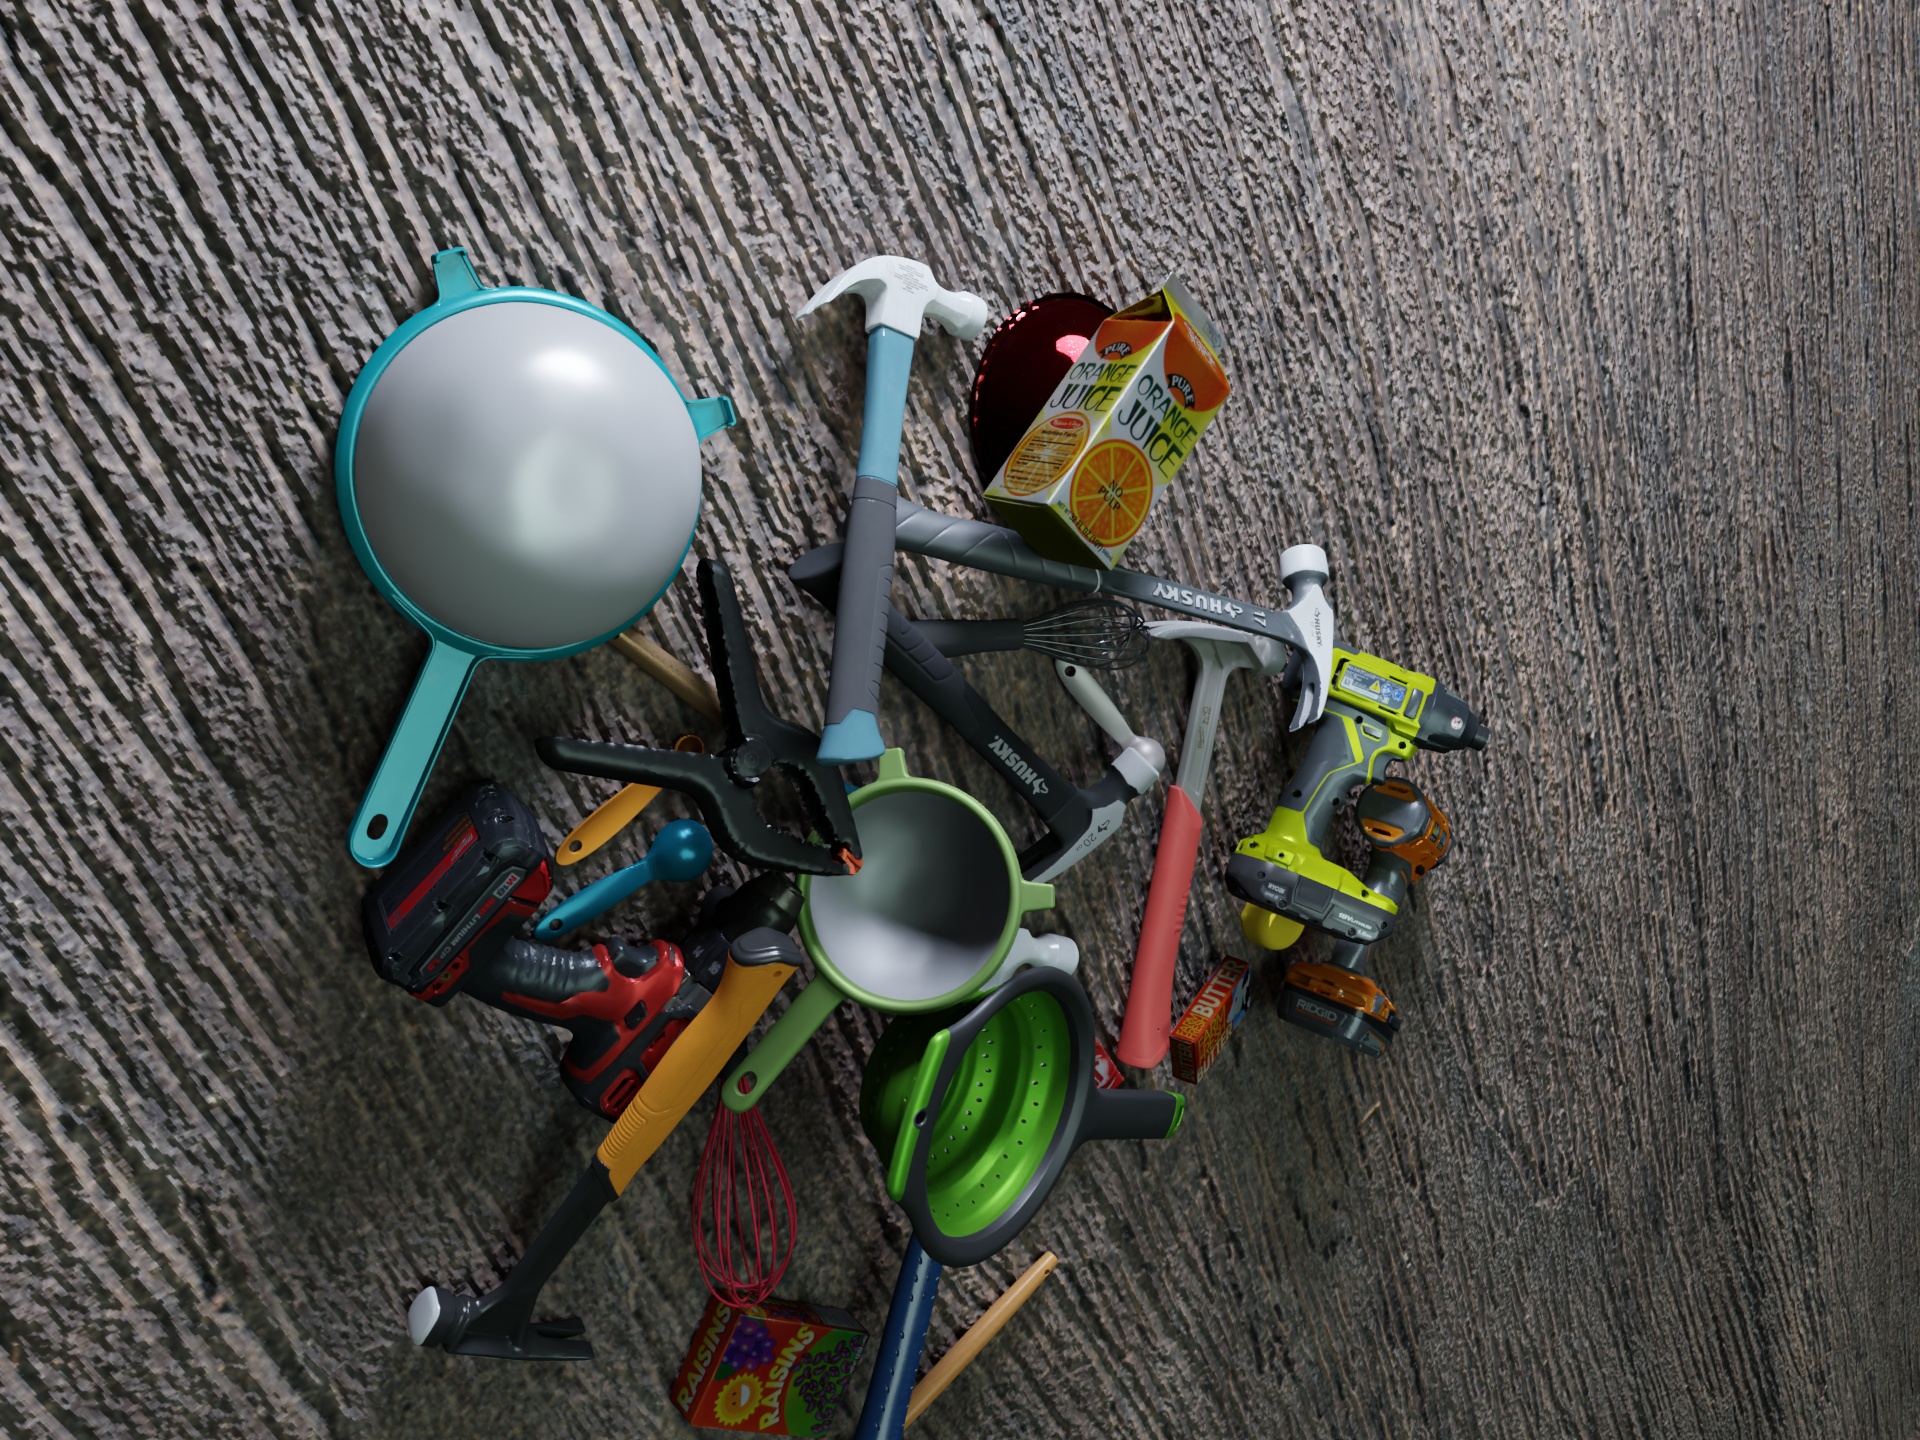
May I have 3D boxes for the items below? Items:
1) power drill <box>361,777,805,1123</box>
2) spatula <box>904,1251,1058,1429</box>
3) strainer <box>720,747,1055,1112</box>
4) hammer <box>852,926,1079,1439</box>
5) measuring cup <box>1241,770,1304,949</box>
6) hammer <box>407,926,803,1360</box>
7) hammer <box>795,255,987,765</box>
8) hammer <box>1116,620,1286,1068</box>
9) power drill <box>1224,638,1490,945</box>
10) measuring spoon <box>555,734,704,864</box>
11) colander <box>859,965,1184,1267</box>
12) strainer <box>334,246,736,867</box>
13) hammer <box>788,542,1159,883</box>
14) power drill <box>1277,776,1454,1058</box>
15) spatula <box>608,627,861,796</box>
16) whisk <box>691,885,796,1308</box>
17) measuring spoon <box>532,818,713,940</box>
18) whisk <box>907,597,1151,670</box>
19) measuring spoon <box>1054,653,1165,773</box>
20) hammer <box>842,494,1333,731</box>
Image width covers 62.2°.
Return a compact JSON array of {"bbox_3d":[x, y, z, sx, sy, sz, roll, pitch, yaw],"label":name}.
[{"bbox_3d":[-0.216,0.127,0.953,0.188,0.080,0.226,-47,128,-1],"label":"power drill"},{"bbox_3d":[-0.042,0.528,1.239,0.322,0.041,0.081,-39,122,-26],"label":"spatula"},{"bbox_3d":[-0.062,0.155,1.042,0.256,0.151,0.069,-50,166,4],"label":"strainer"},{"bbox_3d":[-0.020,0.346,1.166,0.144,0.035,0.405,18,84,-37],"label":"hammer"},{"bbox_3d":[0.279,0.121,1.351,0.062,0.029,0.156,1,104,-36],"label":"measuring cup"},{"bbox_3d":[-0.198,0.265,0.980,0.127,0.034,0.337,27,105,-40],"label":"hammer"},{"bbox_3d":[-0.052,-0.132,0.978,0.128,0.033,0.331,15,73,-37],"label":"hammer"},{"bbox_3d":[0.166,0.101,1.262,0.149,0.037,0.359,5,99,-36],"label":"hammer"},{"bbox_3d":[0.321,0.061,1.290,0.171,0.080,0.223,22,85,-2],"label":"power drill"},{"bbox_3d":[-0.208,0.049,0.997,0.117,0.011,0.021,-42,123,-15],"label":"measuring spoon"},{"bbox_3d":[0.043,0.269,1.138,0.396,0.094,0.204,21,85,-55],"label":"colander"},{"bbox_3d":[-0.247,-0.073,0.865,0.210,0.095,0.340,26,83,-34],"label":"strainer"},{"bbox_3d":[-0.002,-0.003,1.084,0.146,0.035,0.334,-45,127,2],"label":"hammer"},{"bbox_3d":[0.366,0.174,1.392,0.164,0.084,0.226,31,80,-56],"label":"power drill"},{"bbox_3d":[-0.114,0.025,1.034,0.082,0.044,0.317,-45,125,8],"label":"spatula"},{"bbox_3d":[-0.151,0.254,1.066,0.073,0.073,0.296,-9,101,-34],"label":"whisk"},{"bbox_3d":[-0.209,0.106,1.001,0.128,0.021,0.042,-31,118,-27],"label":"measuring spoon"},{"bbox_3d":[0.038,-0.058,1.123,0.239,0.055,0.055,-4,105,-30],"label":"whisk"},{"bbox_3d":[0.111,-0.001,1.186,0.034,0.018,0.124,-40,107,5],"label":"measuring spoon"},{"bbox_3d":[0.104,-0.095,1.119,0.408,0.036,0.149,11,65,-28],"label":"hammer"}]
